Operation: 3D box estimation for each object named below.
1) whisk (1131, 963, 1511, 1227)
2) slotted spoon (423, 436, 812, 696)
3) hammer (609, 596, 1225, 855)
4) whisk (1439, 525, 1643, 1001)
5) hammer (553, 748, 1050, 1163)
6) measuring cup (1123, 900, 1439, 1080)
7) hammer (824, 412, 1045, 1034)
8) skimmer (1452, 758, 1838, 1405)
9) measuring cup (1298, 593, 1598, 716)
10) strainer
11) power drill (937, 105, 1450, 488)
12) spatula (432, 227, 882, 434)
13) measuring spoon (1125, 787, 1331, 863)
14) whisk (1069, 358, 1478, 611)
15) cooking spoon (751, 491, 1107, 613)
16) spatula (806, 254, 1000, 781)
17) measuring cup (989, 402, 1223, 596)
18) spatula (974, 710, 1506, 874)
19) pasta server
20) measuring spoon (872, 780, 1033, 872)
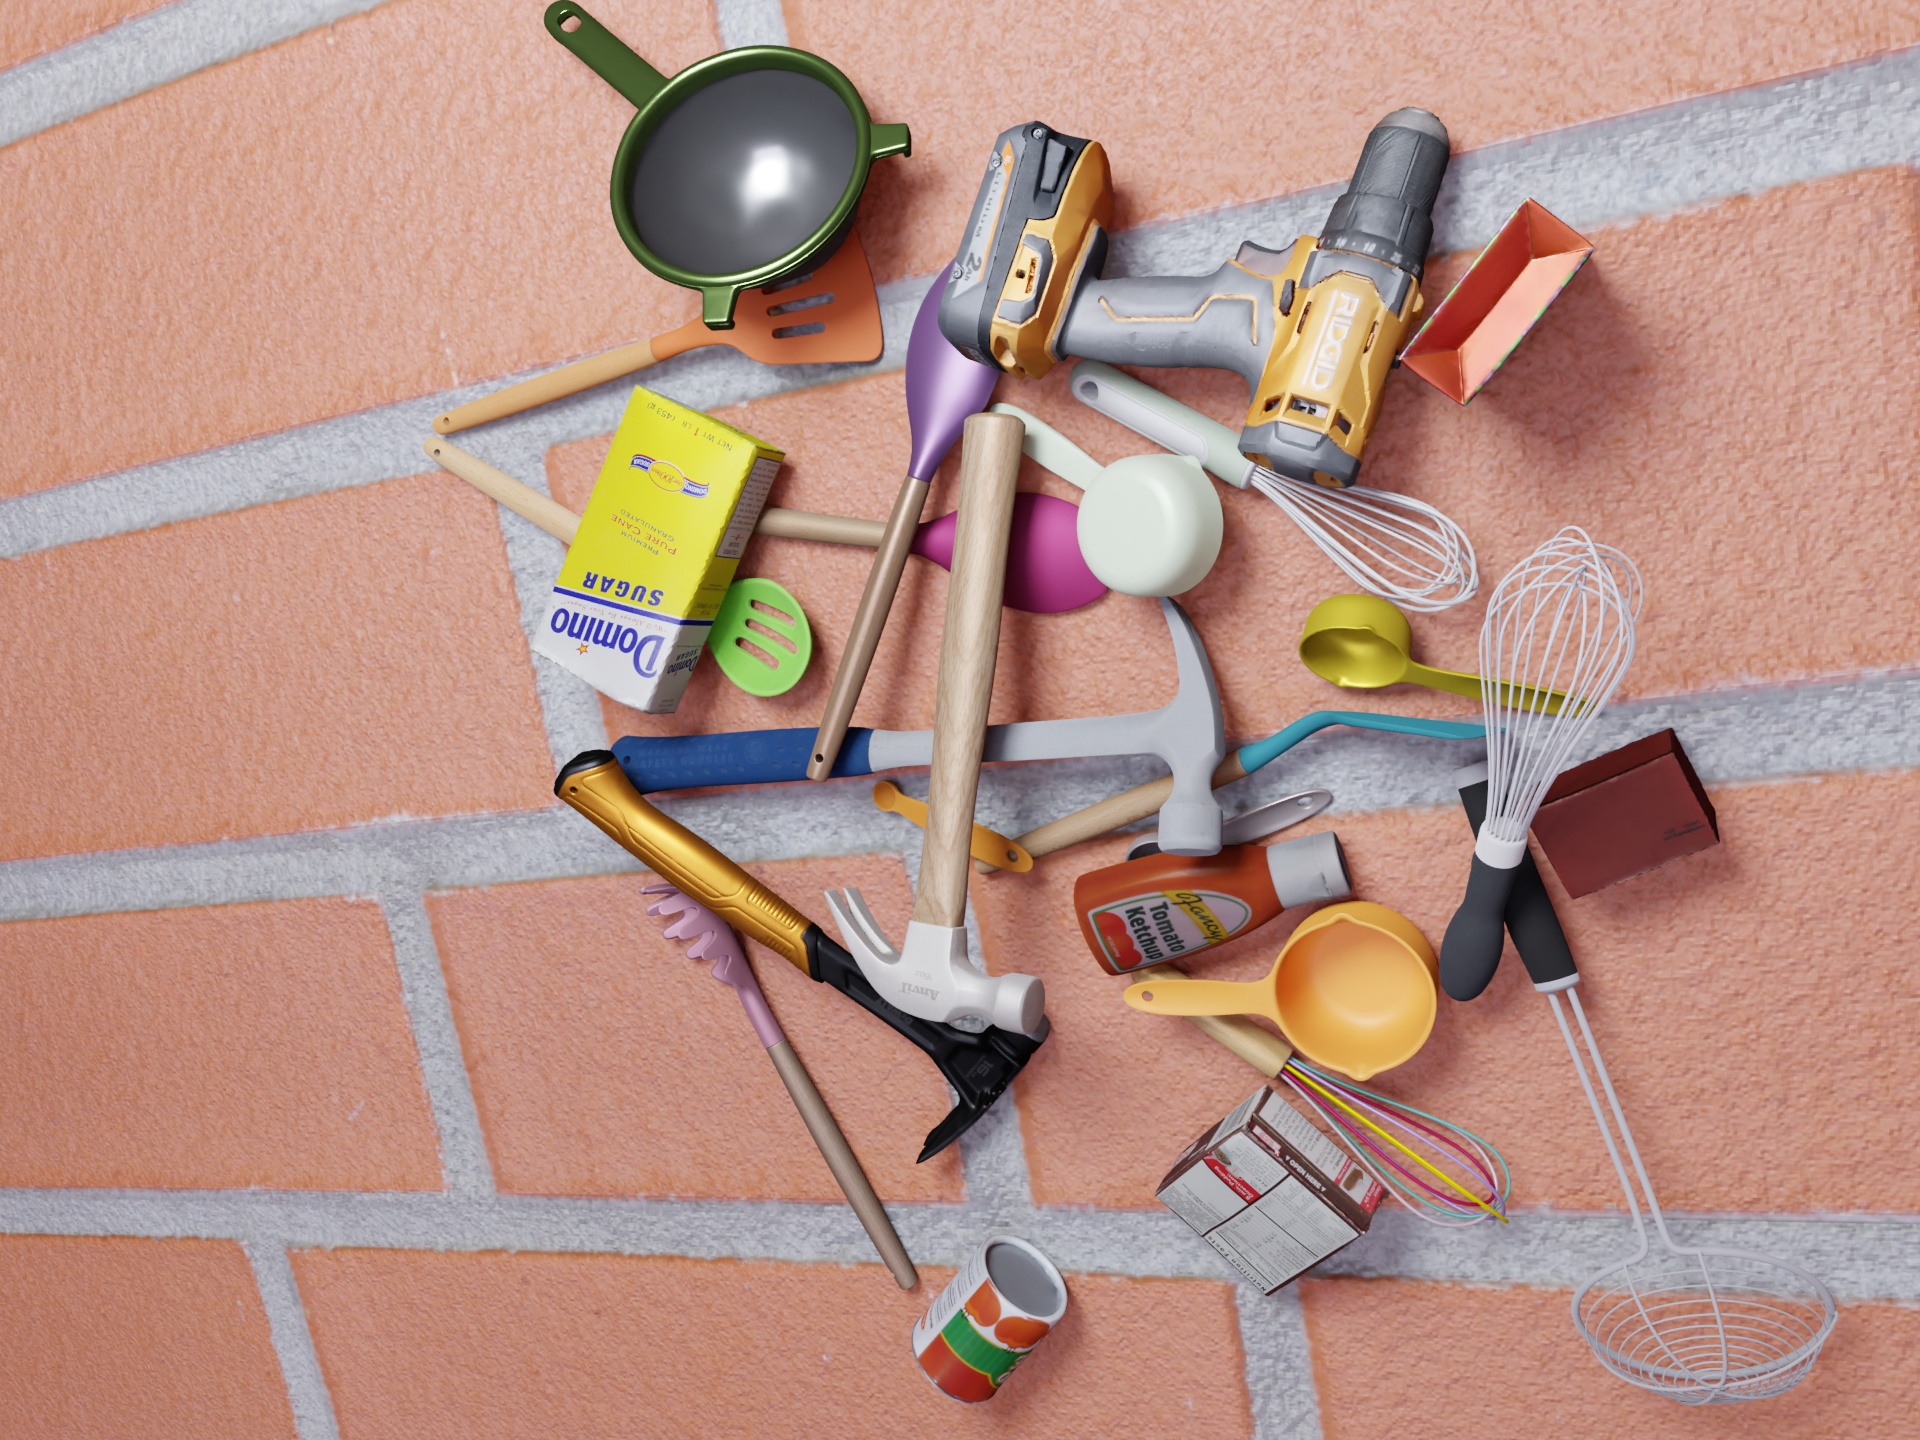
[{"bbox_3d":[0.203,0.207,0.901,0.245,0.047,0.051,34,114,15],"label":"whisk"},{"bbox_3d":[-0.219,-0.108,1.007,0.314,0.031,0.070,30,107,15],"label":"slotted spoon"},{"bbox_3d":[-0.040,0.012,0.940,0.405,0.035,0.144,-4,75,28],"label":"hammer"},{"bbox_3d":[0.267,0.034,0.766,0.070,0.070,0.284,15,130,18],"label":"whisk"},{"bbox_3d":[-0.113,0.135,0.986,0.337,0.034,0.127,37,113,0],"label":"hammer"},{"bbox_3d":[0.180,0.146,0.891,0.173,0.052,0.095,-5,101,25],"label":"measuring cup"},{"bbox_3d":[-0.001,-0.003,0.873,0.130,0.031,0.331,6,89,29],"label":"hammer"},{"bbox_3d":[0.345,0.191,0.847,0.127,0.090,0.363,-23,83,29],"label":"skimmer"},{"bbox_3d":[0.256,-0.032,0.830,0.156,0.062,0.029,13,63,5],"label":"measuring cup"},{"bbox_3d":[-0.148,-0.326,0.906,0.151,0.069,0.256,-45,67,-2],"label":"strainer"},{"bbox_3d":[0.122,-0.235,0.803,0.226,0.084,0.185,20,93,15],"label":"power drill"},{"bbox_3d":[-0.198,-0.220,0.975,0.322,0.041,0.081,-10,97,28],"label":"spatula"},{"bbox_3d":[0.151,0.060,0.903,0.124,0.018,0.034,-23,126,19],"label":"measuring spoon"},{"bbox_3d":[0.161,-0.128,0.838,0.246,0.059,0.057,32,140,17],"label":"whisk"},{"bbox_3d":[-0.064,-0.112,0.946,0.319,0.017,0.068,9,105,20],"label":"cooking spoon"},{"bbox_3d":[-0.034,-0.114,0.909,0.060,0.018,0.316,21,98,18],"label":"spatula"},{"bbox_3d":[0.066,-0.128,0.857,0.168,0.038,0.083,40,120,27],"label":"measuring cup"},{"bbox_3d":[0.139,0.042,0.884,0.317,0.082,0.044,-24,81,30],"label":"spatula"},{"bbox_3d":[-0.115,0.238,1.040,0.316,0.040,0.060,61,159,-3],"label":"pasta server"},{"bbox_3d":[-0.004,0.063,0.958,0.117,0.011,0.021,24,115,26],"label":"measuring spoon"}]
